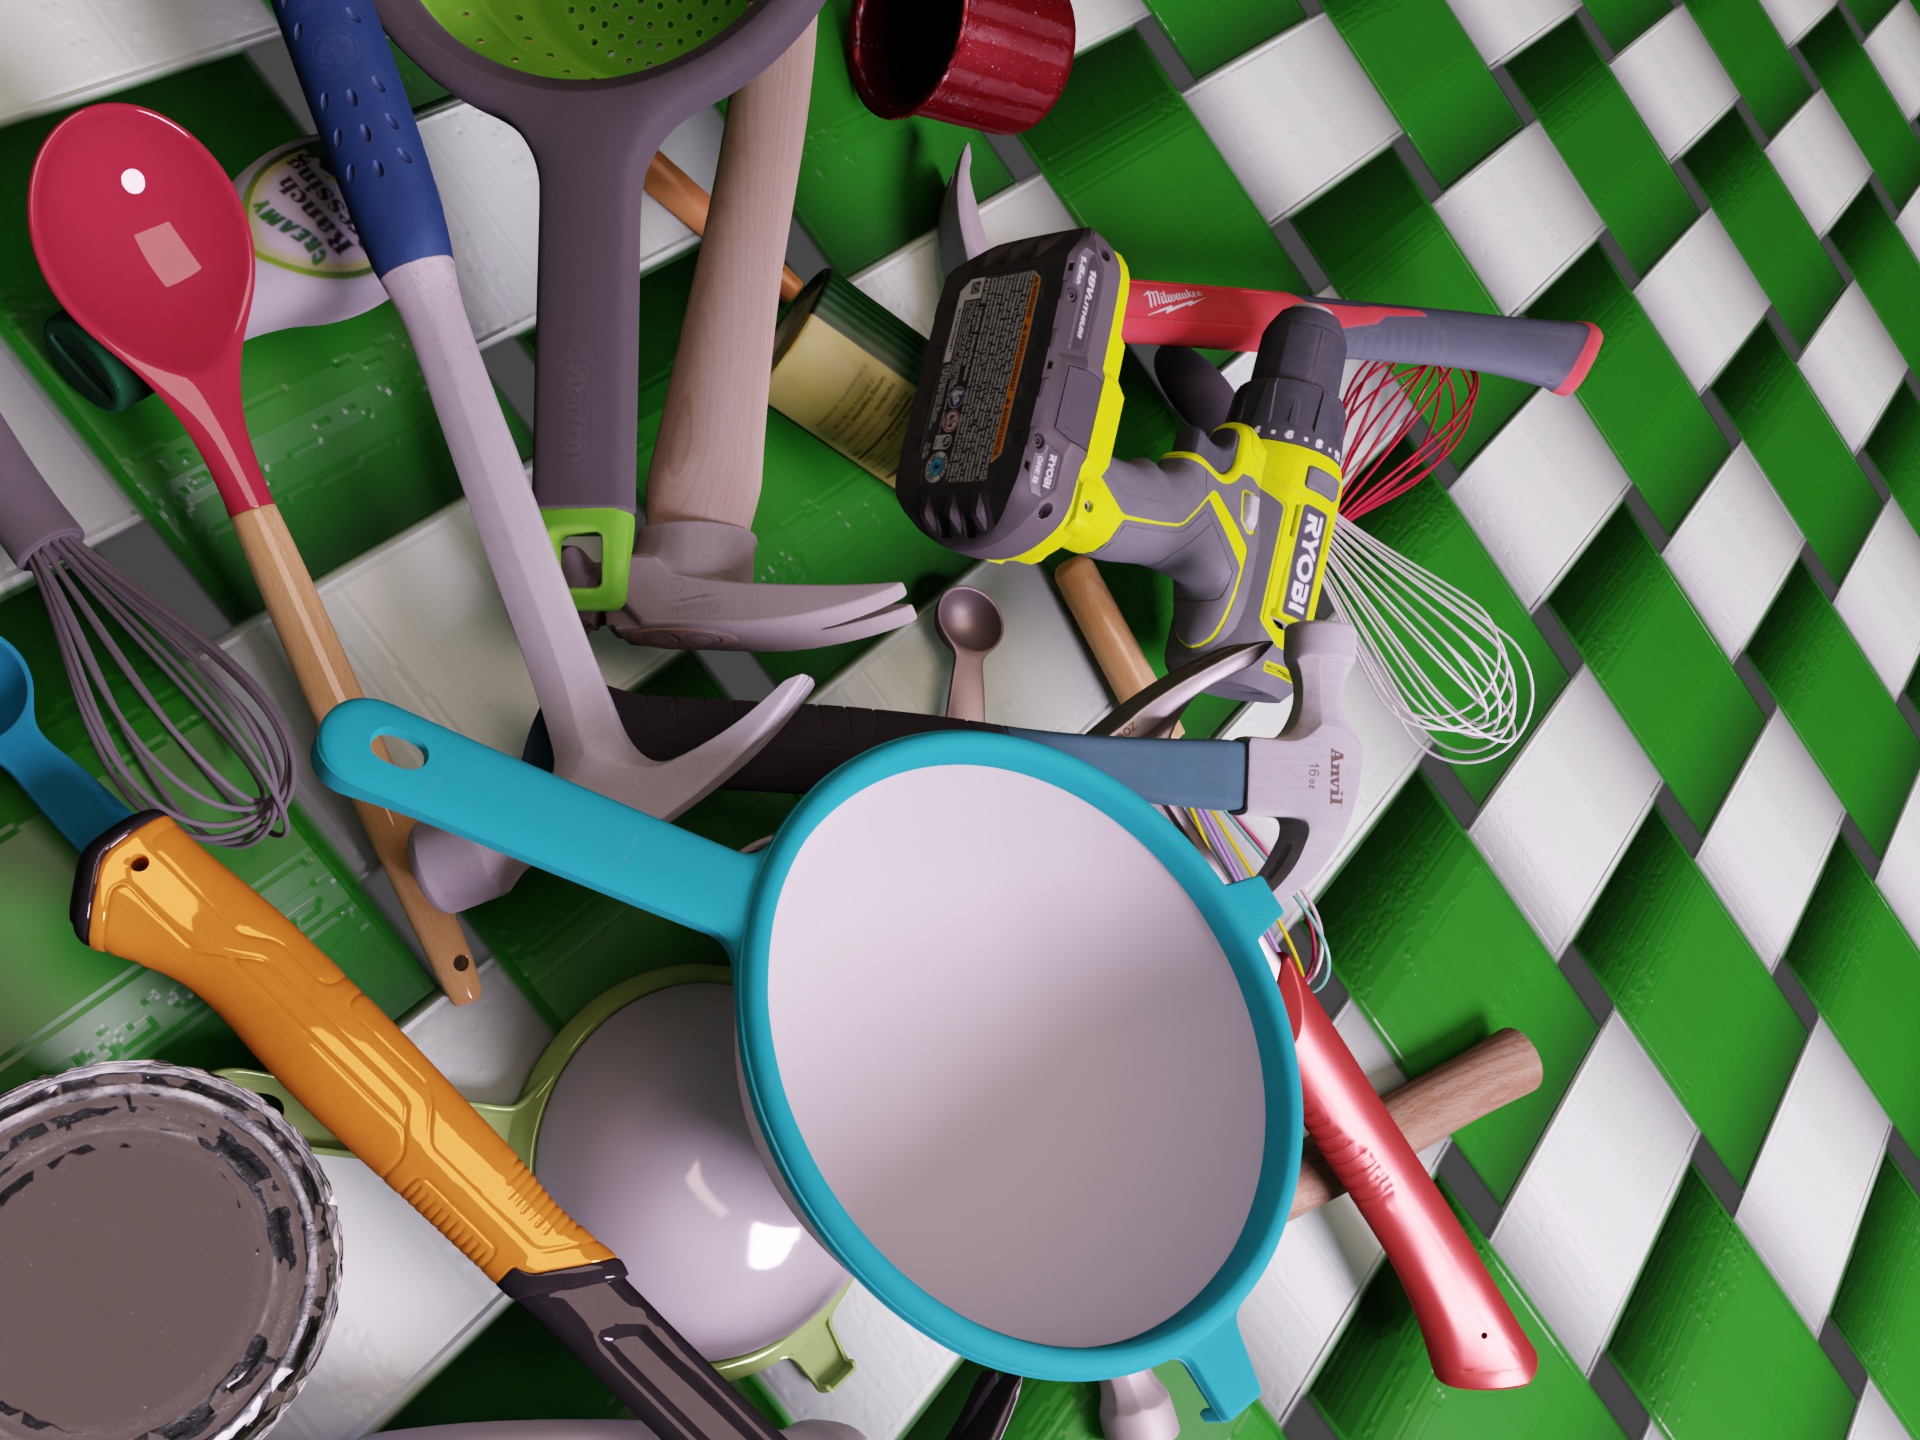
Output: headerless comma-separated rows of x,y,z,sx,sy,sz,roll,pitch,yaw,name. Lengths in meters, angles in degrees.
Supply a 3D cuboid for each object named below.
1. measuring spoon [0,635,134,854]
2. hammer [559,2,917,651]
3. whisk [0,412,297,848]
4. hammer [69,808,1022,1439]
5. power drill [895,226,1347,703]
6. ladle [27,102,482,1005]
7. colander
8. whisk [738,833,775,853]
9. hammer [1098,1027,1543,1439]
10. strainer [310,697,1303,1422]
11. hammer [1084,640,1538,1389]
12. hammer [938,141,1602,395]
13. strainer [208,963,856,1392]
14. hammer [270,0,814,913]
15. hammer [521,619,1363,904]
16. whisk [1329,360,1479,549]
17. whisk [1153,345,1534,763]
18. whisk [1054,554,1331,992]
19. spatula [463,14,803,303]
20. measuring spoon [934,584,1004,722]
-0.291,0.025,0.510,0.128,0.021,0.042,53,45,-19,measuring spoon
-0.077,-0.223,0.664,0.146,0.038,0.411,1,70,9,hammer
-0.295,-0.056,0.516,0.055,0.055,0.239,-37,91,-37,whisk
-0.134,0.148,0.492,0.337,0.034,0.127,44,62,-1,hammer
0.091,-0.125,0.709,0.228,0.080,0.190,18,83,-42,power drill
-0.227,-0.047,0.537,0.069,0.031,0.315,-28,102,-40,ladle
-0.132,-0.237,0.622,0.204,0.094,0.397,0,88,6,colander
-0.001,0.071,0.675,0.246,0.059,0.057,3,109,-38,whisk
0.171,0.208,0.751,0.331,0.031,0.130,-14,82,-37,hammer
-0.049,0.089,0.517,0.340,0.095,0.211,26,51,-18,strainer
0.161,0.146,0.700,0.149,0.037,0.359,-37,102,-16,hammer
0.175,-0.222,0.843,0.386,0.038,0.143,-2,64,-23,hammer
-0.123,0.145,0.544,0.256,0.069,0.152,18,65,-31,strainer
-0.179,-0.148,0.552,0.144,0.035,0.405,-21,85,-2,hammer
0.002,0.013,0.614,0.331,0.033,0.128,4,83,-15,hammer
0.207,-0.118,0.876,0.073,0.073,0.296,46,60,-13,whisk
0.183,-0.094,0.807,0.070,0.070,0.285,-16,60,-37,whisk
0.109,0.030,0.764,0.047,0.051,0.245,-25,86,-32,whisk
-0.190,-0.292,0.672,0.322,0.041,0.081,38,55,-19,spatula
-0.001,-0.002,0.712,0.034,0.018,0.124,14,65,-24,measuring spoon
